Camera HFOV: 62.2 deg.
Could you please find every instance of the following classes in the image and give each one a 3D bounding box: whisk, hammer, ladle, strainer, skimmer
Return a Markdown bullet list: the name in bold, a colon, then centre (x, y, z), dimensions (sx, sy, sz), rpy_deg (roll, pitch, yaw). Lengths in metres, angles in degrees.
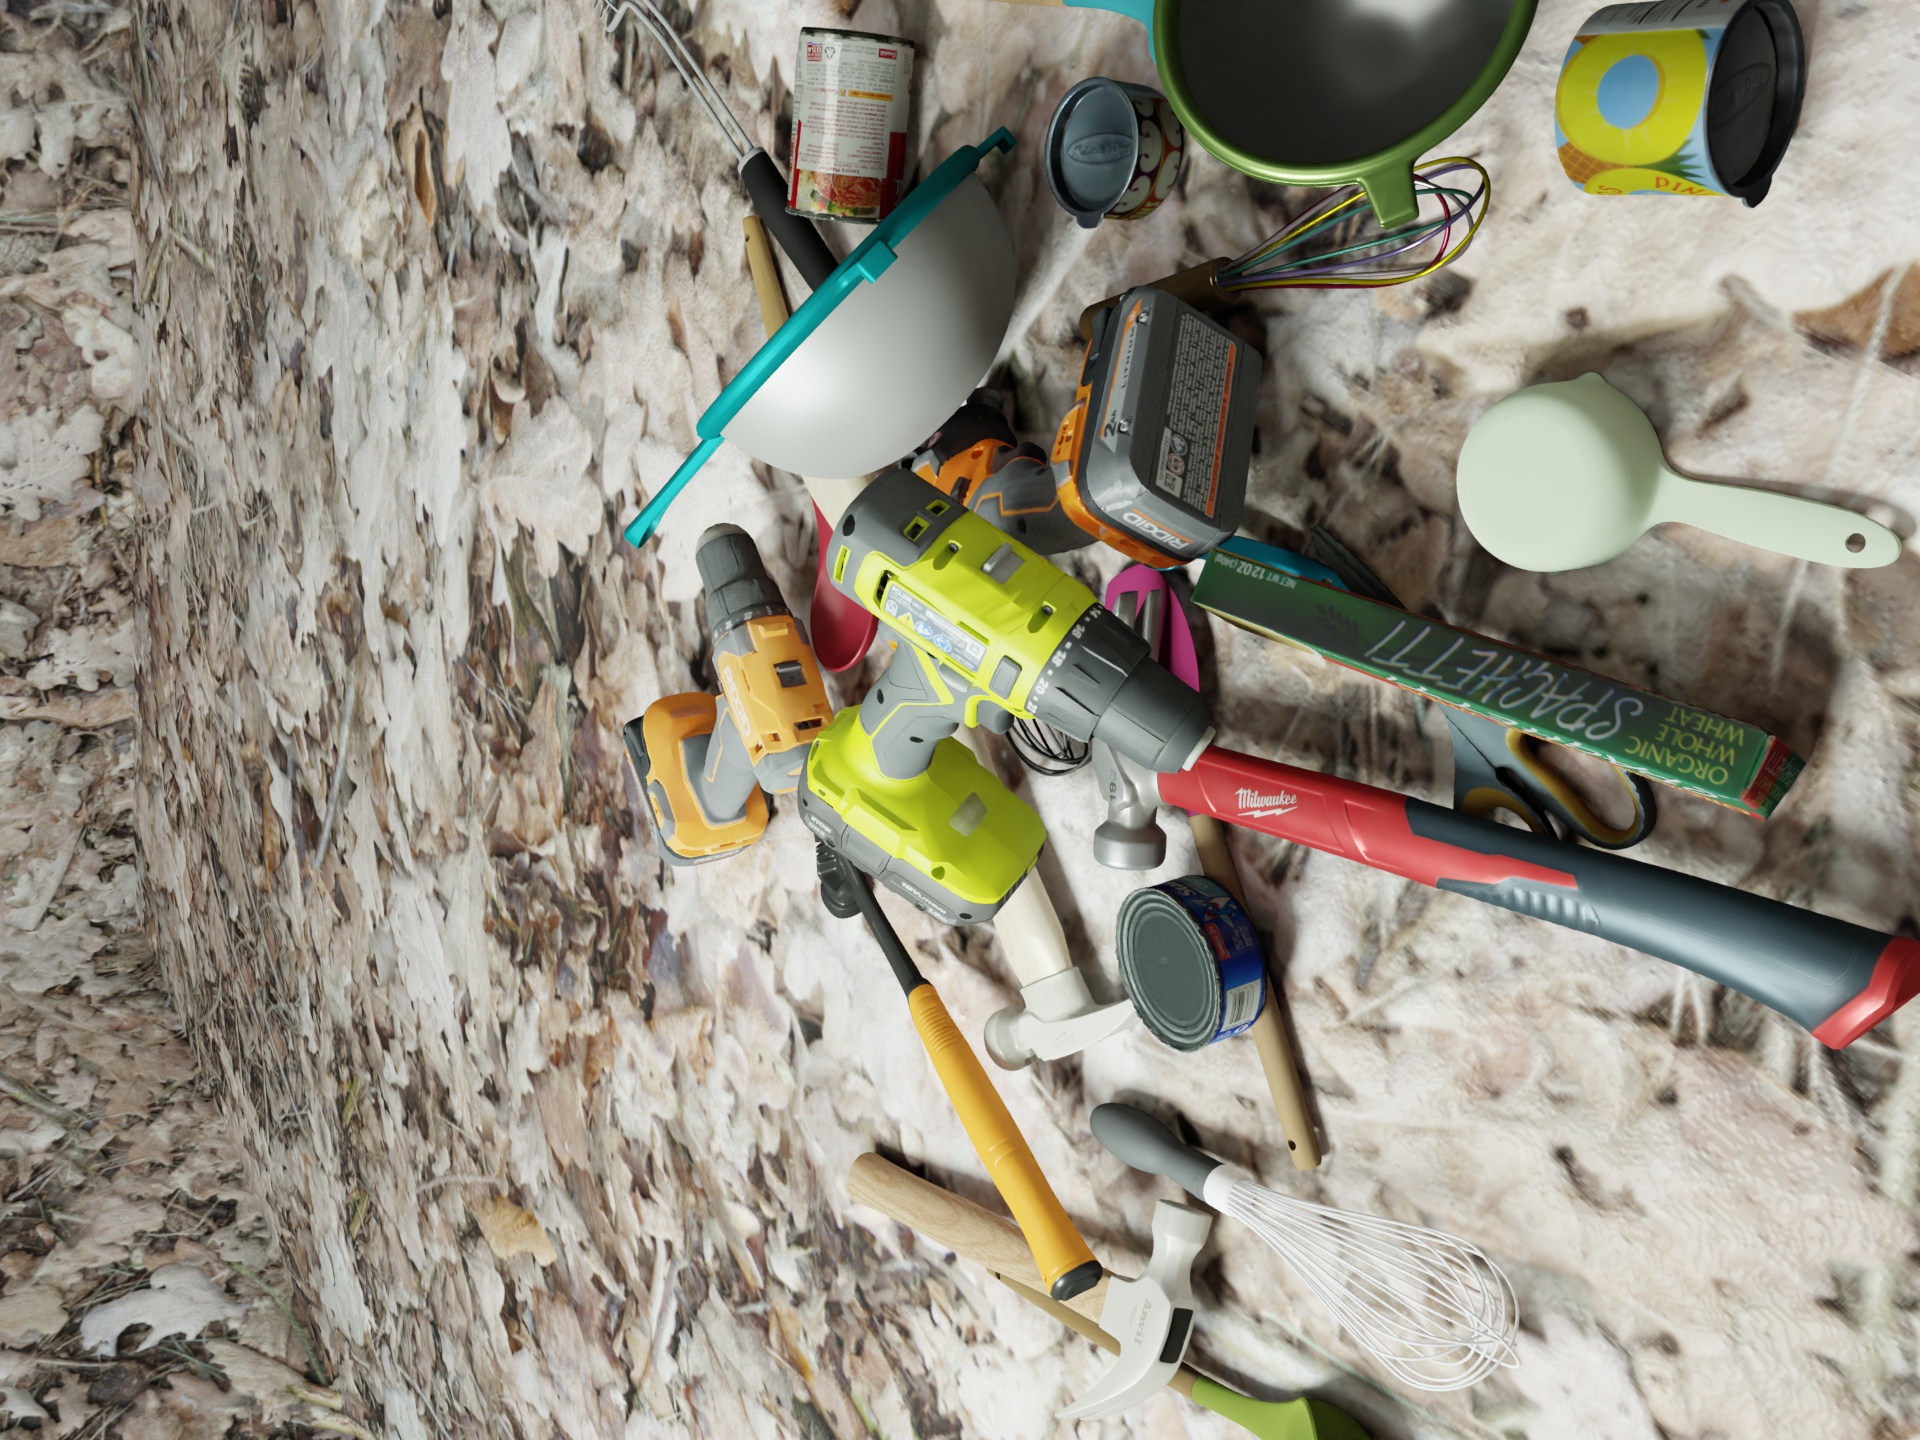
- **whisk**: centre (0.136, -0.205, 0.729), dimensions (0.245, 0.051, 0.047), rpy_deg (-2, 103, 55)
- **whisk**: centre (0.158, 0.249, 0.800), dimensions (0.285, 0.070, 0.070), rpy_deg (16, 111, 54)
- **hammer**: centre (-0.010, 0.187, 0.951), dimensions (0.337, 0.034, 0.127), rpy_deg (57, 160, 35)
- **whisk**: centre (0.017, -0.069, 0.909), dimensions (0.055, 0.055, 0.239), rpy_deg (-54, 53, 43)
- **ladle**: centre (0.107, 0.367, 0.891), dimensions (0.320, 0.062, 0.078), rpy_deg (9, 103, 53)
- **strainer**: centre (0.117, -0.305, 0.665), dimensions (0.256, 0.069, 0.151), rpy_deg (29, 99, 24)
- **skimmer**: centre (-0.145, -0.414, 1.041), dimensions (0.127, 0.090, 0.363), rpy_deg (-42, 76, 44)
- **hammer**: centre (0.022, 0.325, 0.980), dimensions (0.331, 0.031, 0.130), rpy_deg (1, 72, 56)
- **ladle**: centre (-0.103, -0.185, 1.045), dimensions (0.069, 0.031, 0.315), rpy_deg (-22, 79, 45)
- **hammer**: centre (0.201, 0.038, 0.679), dimensions (0.387, 0.038, 0.143), rpy_deg (16, 109, 48)
- **hammer**: centre (-0.001, -0.003, 0.938), dimensions (0.146, 0.038, 0.411), rpy_deg (-34, 75, 48)
- **strainer**: centre (-0.077, -0.170, 0.900), dimensions (0.095, 0.211, 0.340), rpy_deg (43, 131, -11)

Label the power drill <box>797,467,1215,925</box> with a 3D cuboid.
- **power drill**: centre (0.011, 0.005, 0.783), dimensions (0.190, 0.080, 0.228), rpy_deg (35, 143, 9)

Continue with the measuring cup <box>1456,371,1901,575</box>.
- **measuring cup**: centre (0.262, -0.082, 0.601), dimensions (0.168, 0.038, 0.083), rpy_deg (28, 119, 47)

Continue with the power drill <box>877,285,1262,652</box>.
- **power drill**: centre (0.046, -0.130, 0.810), dimensions (0.226, 0.084, 0.164), rpy_deg (-21, 52, 52)

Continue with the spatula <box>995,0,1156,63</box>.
- **spatula**: centre (0.032, -0.380, 0.816), dimensions (0.318, 0.044, 0.082), rpy_deg (32, 122, 44)

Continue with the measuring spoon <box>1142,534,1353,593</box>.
- **measuring spoon**: centre (0.139, -0.080, 0.779), dimensions (0.129, 0.021, 0.042), rpy_deg (26, 105, 35)

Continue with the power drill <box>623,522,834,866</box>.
- **power drill**: centre (-0.165, -0.012, 1.104), dimensions (0.226, 0.084, 0.185), rpy_deg (-43, 64, 54)

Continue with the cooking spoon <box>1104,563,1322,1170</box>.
- **cooking spoon**: centre (0.132, 0.072, 0.818), dimensions (0.069, 0.017, 0.319), rpy_deg (-25, 78, 53)
